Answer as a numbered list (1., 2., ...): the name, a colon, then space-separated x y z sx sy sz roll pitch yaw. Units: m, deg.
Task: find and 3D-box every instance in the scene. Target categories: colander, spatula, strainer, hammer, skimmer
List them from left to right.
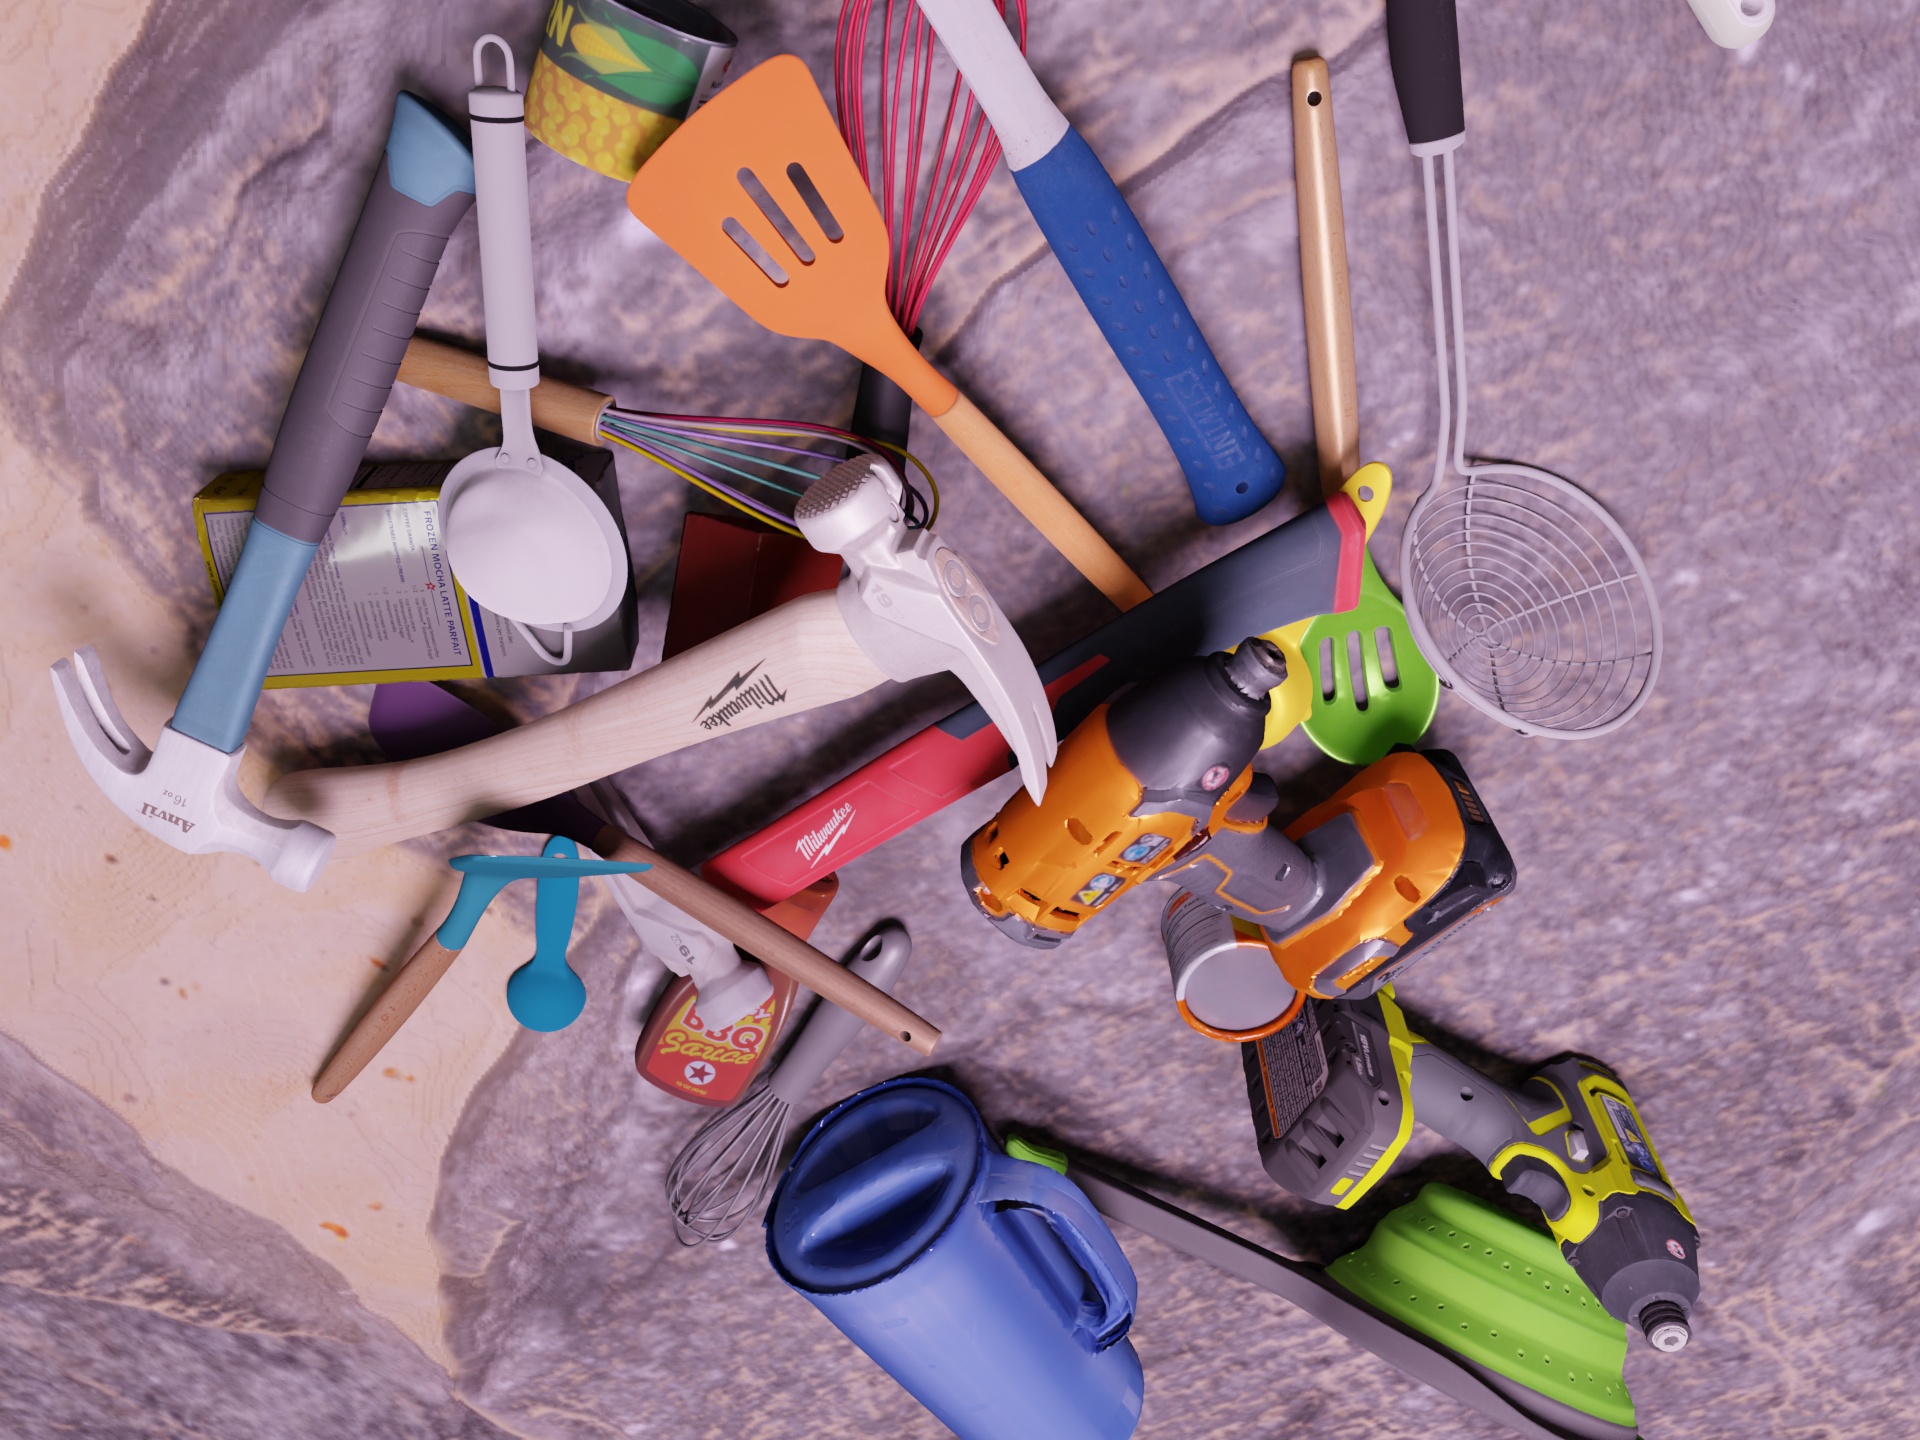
1. hammer: -0.268 -0.090 0.649 0.128 0.033 0.331 26 106 -10
2. spatula: -0.260 0.128 0.780 0.082 0.044 0.317 8 141 -39
3. strainer: -0.175 -0.127 0.618 0.087 0.050 0.258 11 119 12
4. hammer: -0.156 0.016 0.678 0.410 0.038 0.146 -17 123 32
5. spatula: -0.147 0.069 0.737 0.316 0.018 0.059 29 118 10
6. hammer: -0.001 -0.002 0.710 0.386 0.038 0.143 -31 93 20
7. spatula: 0.006 -0.120 0.643 0.081 0.041 0.322 -35 134 17
8. hammer: 0.028 -0.214 0.557 0.144 0.035 0.405 -38 133 5
9. colander: 0.220 0.287 0.885 0.397 0.204 0.094 24 84 3
10. skimmer: 0.216 -0.165 0.625 0.127 0.090 0.363 -27 120 -24

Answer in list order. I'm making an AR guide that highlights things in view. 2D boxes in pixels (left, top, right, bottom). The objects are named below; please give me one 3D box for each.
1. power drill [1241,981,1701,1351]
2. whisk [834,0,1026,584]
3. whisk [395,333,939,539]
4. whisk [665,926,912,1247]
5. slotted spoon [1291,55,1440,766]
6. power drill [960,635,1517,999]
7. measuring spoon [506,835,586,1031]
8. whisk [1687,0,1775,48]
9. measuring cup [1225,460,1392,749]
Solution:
1. power drill: 0.262 0.214 0.802 0.223 0.171 0.080 25 117 -10
2. whisk: -0.024 -0.175 0.638 0.073 0.073 0.295 8 125 -5
3. whisk: -0.124 -0.119 0.654 0.245 0.051 0.047 18 97 8
4. whisk: -0.094 0.200 0.861 0.055 0.055 0.239 29 112 -16
5. slotted spoon: 0.165 -0.121 0.687 0.070 0.031 0.313 -10 118 5
6. power drill: 0.133 0.043 0.680 0.226 0.084 0.164 16 131 -35
7. measuring spoon: -0.212 0.115 0.821 0.042 0.021 0.128 10 121 -7
8. whisk: 0.221 -0.334 0.554 0.246 0.059 0.058 41 84 -26
9. measuring cup: 0.146 -0.047 0.701 0.062 0.029 0.156 34 132 12
